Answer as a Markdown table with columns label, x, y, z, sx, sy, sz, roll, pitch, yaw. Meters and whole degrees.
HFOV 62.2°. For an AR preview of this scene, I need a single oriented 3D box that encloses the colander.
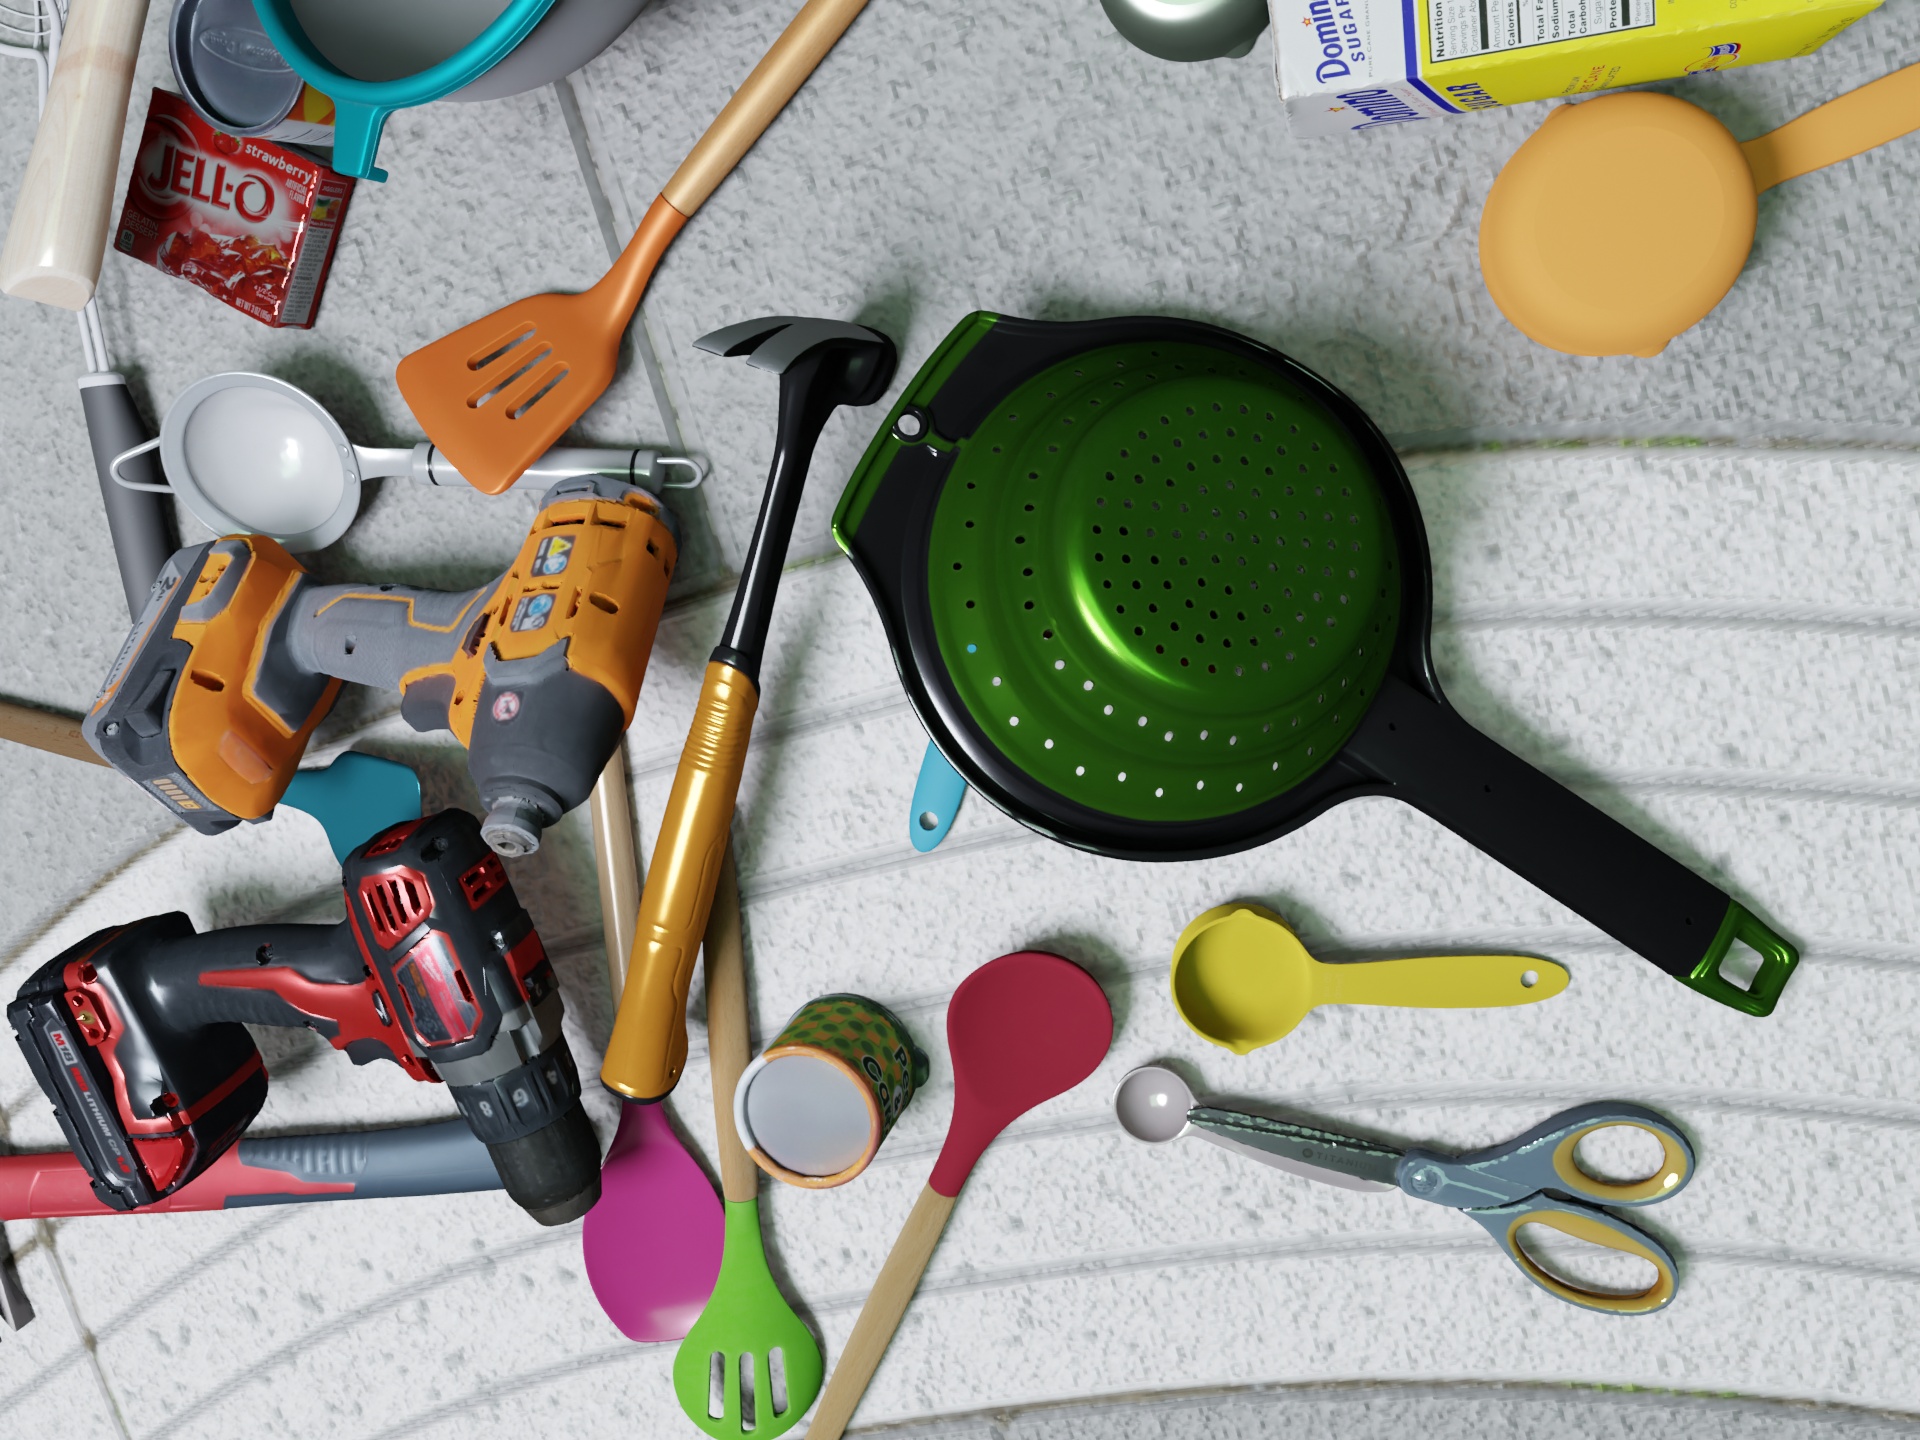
| label | x | y | z | sx | sy | sz | roll | pitch | yaw |
| --- | --- | --- | --- | --- | --- | --- | --- | --- | --- |
| colander | 0.147 | -0.010 | 0.552 | 0.397 | 0.094 | 0.204 | 33 | 81 | -4 |

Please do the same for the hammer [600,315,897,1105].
| label | x | y | z | sx | sy | sz | roll | pitch | yaw |
| --- | --- | --- | --- | --- | --- | --- | --- | --- | --- |
| hammer | -0.098 | 0.007 | 0.633 | 0.034 | 0.127 | 0.336 | 20 | 107 | 12 |

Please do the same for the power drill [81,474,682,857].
| label | x | y | z | sx | sy | sz | roll | pitch | yaw |
| --- | --- | --- | --- | --- | --- | --- | --- | --- | --- |
| power drill | -0.234 | -0.013 | 0.649 | 0.226 | 0.164 | 0.084 | -5 | 143 | 17 |

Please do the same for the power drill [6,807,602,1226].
| label | x | y | z | sx | sy | sz | roll | pitch | yaw |
| --- | --- | --- | --- | --- | --- | --- | --- | --- | --- |
| power drill | -0.274 | 0.150 | 0.698 | 0.226 | 0.080 | 0.187 | -15 | 104 | 15 |

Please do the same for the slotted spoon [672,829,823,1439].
| label | x | y | z | sx | sy | sz | roll | pitch | yaw |
| --- | --- | --- | --- | --- | --- | --- | --- | --- | --- |
| slotted spoon | -0.104 | 0.192 | 0.724 | 0.070 | 0.031 | 0.313 | -3 | 99 | -6 |

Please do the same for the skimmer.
| label | x | y | z | sx | sy | sz | roll | pitch | yaw |
| --- | --- | --- | --- | --- | --- | --- | --- | --- | --- |
| skimmer | -0.416 | -0.206 | 0.688 | 0.127 | 0.090 | 0.363 | 5 | 107 | 42 |

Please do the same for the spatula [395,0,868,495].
| label | x | y | z | sx | sy | sz | roll | pitch | yaw |
| --- | --- | --- | --- | --- | --- | --- | --- | --- | --- |
| spatula | -0.102 | -0.225 | 0.627 | 0.322 | 0.041 | 0.081 | -45 | 72 | 17 |

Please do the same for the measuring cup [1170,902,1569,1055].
| label | x | y | z | sx | sy | sz | roll | pitch | yaw |
| --- | --- | --- | --- | --- | --- | --- | --- | --- | --- |
| measuring cup | 0.162 | 0.101 | 0.642 | 0.156 | 0.029 | 0.062 | -1 | 102 | 3 |

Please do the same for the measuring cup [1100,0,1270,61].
| label | x | y | z | sx | sy | sz | roll | pitch | yaw |
| --- | --- | --- | --- | --- | --- | --- | --- | --- | --- |
| measuring cup | 0.120 | -0.297 | 0.553 | 0.167 | 0.038 | 0.083 | -25 | 95 | 20 |

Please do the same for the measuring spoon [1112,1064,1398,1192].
| label | x | y | z | sx | sy | sz | roll | pitch | yaw |
| --- | --- | --- | --- | --- | --- | --- | --- | --- | --- |
| measuring spoon | 0.124 | 0.174 | 0.671 | 0.124 | 0.018 | 0.034 | 17 | 99 | 4 |

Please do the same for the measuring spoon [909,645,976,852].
| label | x | y | z | sx | sy | sz | roll | pitch | yaw |
| --- | --- | --- | --- | --- | --- | --- | --- | --- | --- |
| measuring spoon | -0.001 | -0.002 | 0.658 | 0.042 | 0.021 | 0.128 | 19 | 104 | 10 |

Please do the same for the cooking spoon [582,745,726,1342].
| label | x | y | z | sx | sy | sz | roll | pitch | yaw |
| --- | --- | --- | --- | --- | --- | --- | --- | --- | --- |
| cooking spoon | -0.150 | 0.139 | 0.729 | 0.068 | 0.017 | 0.319 | -5 | 101 | -5 |

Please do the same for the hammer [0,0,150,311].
| label | x | y | z | sx | sy | sz | roll | pitch | yaw |
| --- | --- | --- | --- | --- | --- | --- | --- | --- | --- |
| hammer | -0.306 | -0.360 | 0.608 | 0.146 | 0.038 | 0.410 | 37 | 110 | 40 |

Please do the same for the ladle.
| label | x | y | z | sx | sy | sz | roll | pitch | yaw |
| --- | --- | --- | --- | --- | --- | --- | --- | --- | --- |
| ladle | -0.016 | 0.229 | 0.711 | 0.069 | 0.031 | 0.315 | 24 | 109 | 0 |

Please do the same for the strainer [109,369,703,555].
| label | x | y | z | sx | sy | sz | roll | pitch | yaw |
| --- | --- | --- | --- | --- | --- | --- | --- | --- | --- |
| strainer | -0.236 | -0.111 | 0.689 | 0.258 | 0.050 | 0.086 | 4 | 123 | 8 |

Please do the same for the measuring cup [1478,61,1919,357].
| label | x | y | z | sx | sy | sz | roll | pitch | yaw |
| --- | --- | --- | --- | --- | --- | --- | --- | --- | --- |
| measuring cup | 0.263 | -0.184 | 0.533 | 0.173 | 0.052 | 0.095 | -21 | 96 | 20 |

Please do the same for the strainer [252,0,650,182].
| label | x | y | z | sx | sy | sz | roll | pitch | yaw |
| --- | --- | --- | --- | --- | --- | --- | --- | --- | --- |
| strainer | -0.115 | -0.346 | 0.556 | 0.340 | 0.095 | 0.211 | -29 | 73 | 27 |

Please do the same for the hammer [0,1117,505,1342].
| label | x | y | z | sx | sy | sz | roll | pitch | yaw |
| --- | --- | --- | --- | --- | --- | --- | --- | --- | --- |
| hammer | -0.358 | 0.241 | 0.797 | 0.386 | 0.038 | 0.143 | -8 | 101 | 16 |

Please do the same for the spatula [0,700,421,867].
| label | x | y | z | sx | sy | sz | roll | pitch | yaw |
| --- | --- | --- | --- | --- | --- | --- | --- | --- | --- |
| spatula | -0.382 | 0.022 | 0.753 | 0.317 | 0.044 | 0.082 | 13 | 110 | 12 |
